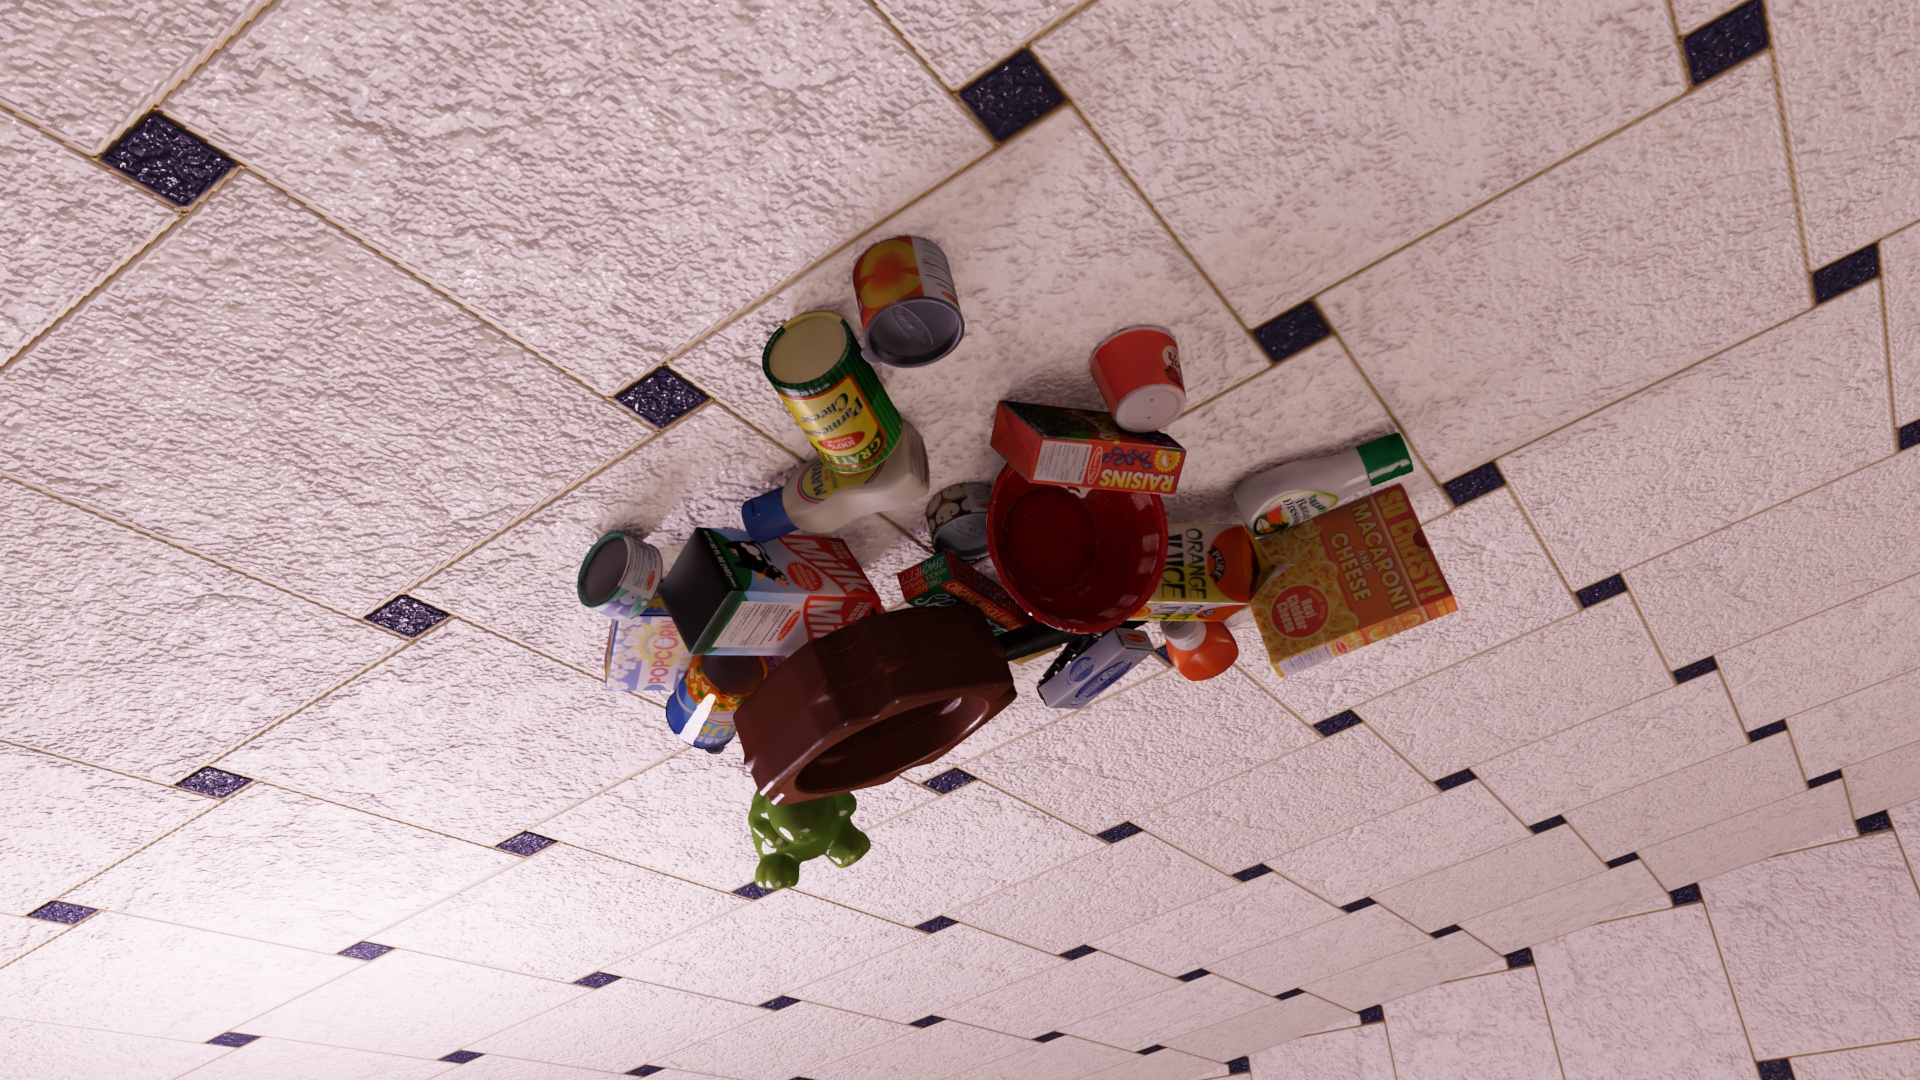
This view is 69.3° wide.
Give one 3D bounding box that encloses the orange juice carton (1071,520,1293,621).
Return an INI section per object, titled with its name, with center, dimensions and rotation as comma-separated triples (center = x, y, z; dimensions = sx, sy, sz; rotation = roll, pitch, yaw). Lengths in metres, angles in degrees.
[orange juice carton]
center = 0.184, 0.027, 1.197
dimensions = 0.193, 0.073, 0.071
rotation = 1, 164, -8

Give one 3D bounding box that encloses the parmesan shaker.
[parmesan shaker]
center = -0.091, -0.101, 0.964
dimensions = 0.071, 0.071, 0.102
rotation = -18, 145, 8

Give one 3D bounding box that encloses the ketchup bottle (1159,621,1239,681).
[ketchup bottle]
center = 0.228, 0.098, 1.349
dimensions = 0.064, 0.044, 0.148
rotation = -30, 155, 10

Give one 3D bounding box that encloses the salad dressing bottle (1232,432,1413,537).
[salad dressing bottle]
center = 0.310, -0.049, 1.188
dimensions = 0.147, 0.044, 0.064
rotation = -22, 143, 13

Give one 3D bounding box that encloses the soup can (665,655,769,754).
[soup can]
center = -0.207, 0.132, 1.189
dimensions = 0.071, 0.071, 0.083
rotation = 9, 138, -28

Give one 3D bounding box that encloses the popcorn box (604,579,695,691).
[popcorn box]
center = -0.258, 0.083, 1.199
dimensions = 0.085, 0.038, 0.126
rotation = 1, 143, -21

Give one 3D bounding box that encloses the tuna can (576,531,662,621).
[tuna can]
center = -0.270, 0.028, 1.093
dimensions = 0.071, 0.071, 0.033
rotation = -31, 141, 25

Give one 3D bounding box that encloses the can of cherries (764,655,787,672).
[can of cherries]
center = -0.188, 0.137, 1.282
dimensions = 0.071, 0.058, 0.071
rotation = -8, 145, -6

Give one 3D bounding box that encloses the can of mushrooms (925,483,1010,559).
[can of mushrooms]
center = 0.004, -0.014, 1.149
dimensions = 0.071, 0.033, 0.070
rotation = -9, 146, -6

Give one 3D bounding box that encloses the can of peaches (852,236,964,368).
[can of peaches]
center = -0.037, -0.155, 0.911
dimensions = 0.071, 0.058, 0.071
rotation = -9, 146, -6

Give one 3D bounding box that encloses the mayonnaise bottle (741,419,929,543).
[mayonnaise bottle]
center = -0.096, -0.039, 1.059
dimensions = 0.148, 0.065, 0.041
rotation = -21, 142, 18

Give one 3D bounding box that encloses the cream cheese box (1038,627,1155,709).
[cream cheese box]
center = 0.126, 0.120, 1.285
dimensions = 0.103, 0.024, 0.053
rotation = -42, 149, 27

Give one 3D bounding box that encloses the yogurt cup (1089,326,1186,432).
[yogurt cup]
center = 0.134, -0.117, 1.026
dimensions = 0.072, 0.054, 0.072
rotation = -8, 145, -6

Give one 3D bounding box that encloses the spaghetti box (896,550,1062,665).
[spaghetti box]
center = 0.022, 0.064, 1.237
dimensions = 0.050, 0.029, 0.249
rotation = -25, 154, 17

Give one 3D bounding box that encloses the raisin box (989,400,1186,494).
[raisin box]
center = 0.096, -0.071, 1.048
dimensions = 0.123, 0.086, 0.040
rotation = 4, 111, -23

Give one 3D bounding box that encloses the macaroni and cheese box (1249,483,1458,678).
[macaroni and cheese box]
center = 0.343, 0.036, 1.251
dimensions = 0.166, 0.124, 0.040
rotation = -24, 145, 15

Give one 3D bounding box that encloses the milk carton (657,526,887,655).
[milk carton]
center = -0.137, 0.044, 1.122
dimensions = 0.191, 0.072, 0.073
rotation = 6, 130, -45
